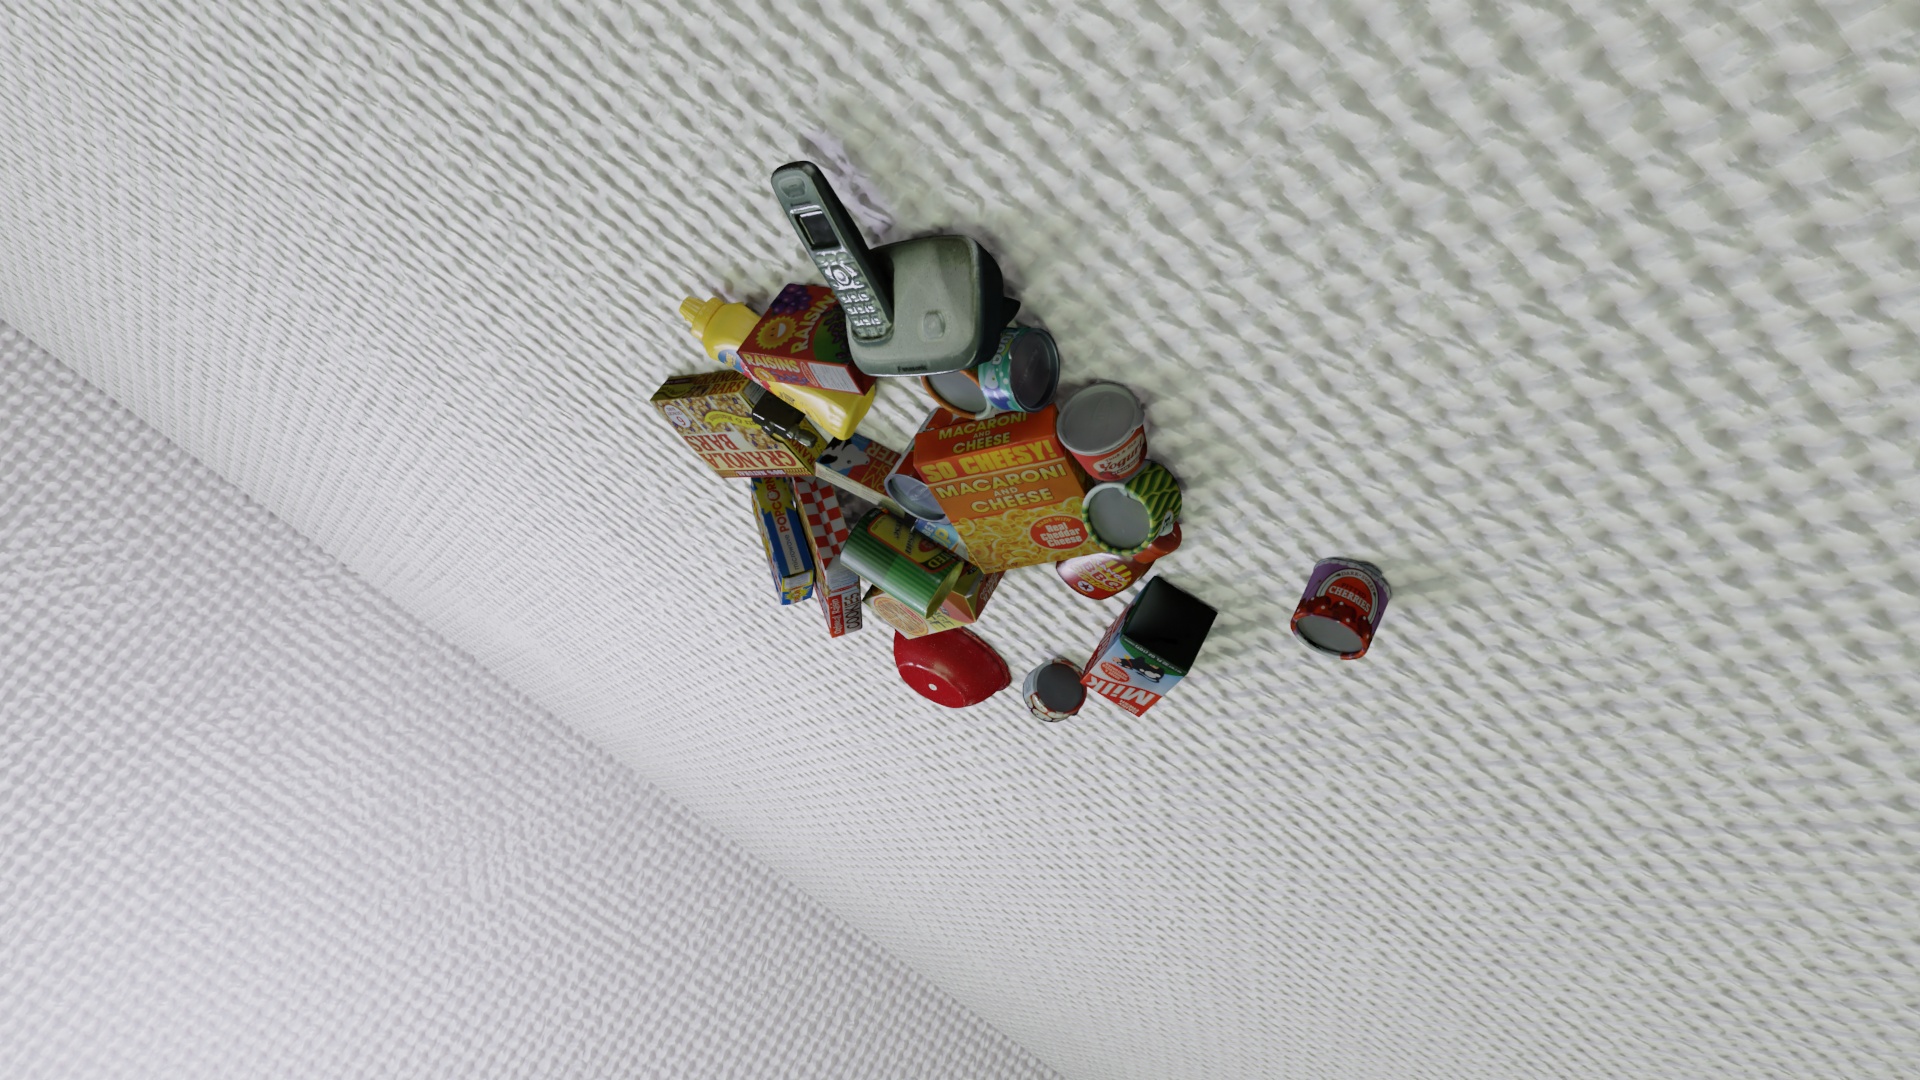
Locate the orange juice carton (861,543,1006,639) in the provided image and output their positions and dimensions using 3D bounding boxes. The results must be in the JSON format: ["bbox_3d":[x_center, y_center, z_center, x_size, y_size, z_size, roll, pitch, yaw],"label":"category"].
[{"bbox_3d":[-0.020,0.044,1.456,0.073,0.072,0.192,40,153,-17],"label":"orange juice carton"}]

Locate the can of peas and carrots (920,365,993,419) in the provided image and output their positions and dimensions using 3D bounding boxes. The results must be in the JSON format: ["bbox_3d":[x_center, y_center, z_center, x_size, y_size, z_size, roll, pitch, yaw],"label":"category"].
[{"bbox_3d":[0.007,-0.142,1.122,0.071,0.059,0.070,24,152,14],"label":"can of peas and carrots"}]

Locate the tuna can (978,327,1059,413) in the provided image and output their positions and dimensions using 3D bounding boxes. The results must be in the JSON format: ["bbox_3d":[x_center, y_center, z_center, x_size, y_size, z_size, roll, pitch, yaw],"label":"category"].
[{"bbox_3d":[0.045,-0.135,1.084,0.033,0.071,0.071,9,146,38],"label":"tuna can"}]

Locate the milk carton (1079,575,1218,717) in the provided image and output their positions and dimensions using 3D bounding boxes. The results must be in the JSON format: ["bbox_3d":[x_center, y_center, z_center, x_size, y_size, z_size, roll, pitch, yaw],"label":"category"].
[{"bbox_3d":[0.176,0.113,1.365,0.072,0.074,0.189,30,154,3],"label":"milk carton"}]

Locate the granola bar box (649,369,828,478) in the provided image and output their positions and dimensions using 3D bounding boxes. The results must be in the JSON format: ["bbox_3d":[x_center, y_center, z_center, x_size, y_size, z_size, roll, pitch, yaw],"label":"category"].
[{"bbox_3d":[-0.229,-0.118,1.436,0.165,0.039,0.124,1,141,46],"label":"granola bar box"}]

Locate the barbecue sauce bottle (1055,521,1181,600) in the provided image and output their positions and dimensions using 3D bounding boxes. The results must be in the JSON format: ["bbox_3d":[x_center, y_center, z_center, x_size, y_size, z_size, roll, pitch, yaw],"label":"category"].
[{"bbox_3d":[0.146,0.012,1.256,0.065,0.044,0.148,34,153,-12],"label":"barbecue sauce bottle"}]

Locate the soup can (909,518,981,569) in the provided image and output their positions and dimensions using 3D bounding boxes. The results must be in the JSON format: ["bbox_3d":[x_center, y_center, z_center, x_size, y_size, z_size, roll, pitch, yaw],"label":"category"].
[{"bbox_3d":[0.005,-0.017,1.326,0.084,0.071,0.071,32,154,-2],"label":"soup can"}]

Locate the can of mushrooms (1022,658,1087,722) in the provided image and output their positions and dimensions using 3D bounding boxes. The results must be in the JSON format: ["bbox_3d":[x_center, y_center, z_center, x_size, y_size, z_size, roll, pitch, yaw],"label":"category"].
[{"bbox_3d":[0.107,0.167,1.540,0.071,0.071,0.033,33,152,-3],"label":"can of mushrooms"}]

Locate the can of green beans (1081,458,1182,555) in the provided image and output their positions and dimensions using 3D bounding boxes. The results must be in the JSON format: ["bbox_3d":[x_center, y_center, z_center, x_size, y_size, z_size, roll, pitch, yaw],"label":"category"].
[{"bbox_3d":[0.142,-0.027,1.148,0.071,0.058,0.071,14,119,27],"label":"can of green beans"}]

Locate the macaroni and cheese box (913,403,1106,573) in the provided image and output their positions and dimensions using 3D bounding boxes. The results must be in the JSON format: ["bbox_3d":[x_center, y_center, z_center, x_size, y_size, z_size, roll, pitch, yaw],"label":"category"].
[{"bbox_3d":[0.048,-0.041,1.181,0.123,0.040,0.166,-11,142,19],"label":"macaroni and cheese box"}]

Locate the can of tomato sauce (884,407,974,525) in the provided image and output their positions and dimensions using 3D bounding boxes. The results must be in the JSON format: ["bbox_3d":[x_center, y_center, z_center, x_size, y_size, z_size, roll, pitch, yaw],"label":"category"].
[{"bbox_3d":[-0.018,-0.067,1.249,0.071,0.083,0.071,25,153,14],"label":"can of tomato sauce"}]

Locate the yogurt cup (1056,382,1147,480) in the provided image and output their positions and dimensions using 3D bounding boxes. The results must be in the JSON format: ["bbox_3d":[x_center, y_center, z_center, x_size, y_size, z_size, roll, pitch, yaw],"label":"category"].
[{"bbox_3d":[0.116,-0.084,1.103,0.072,0.072,0.053,15,157,30],"label":"yogurt cup"}]

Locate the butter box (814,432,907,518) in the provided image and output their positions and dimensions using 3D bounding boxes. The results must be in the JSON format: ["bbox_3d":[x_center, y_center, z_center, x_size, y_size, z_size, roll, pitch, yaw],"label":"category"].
[{"bbox_3d":[-0.085,-0.067,1.357,0.103,0.053,0.024,26,150,10],"label":"butter box"}]

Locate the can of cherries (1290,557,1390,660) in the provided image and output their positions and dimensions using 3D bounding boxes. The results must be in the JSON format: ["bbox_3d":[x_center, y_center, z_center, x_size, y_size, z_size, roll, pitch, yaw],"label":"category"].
[{"bbox_3d":[0.312,0.056,1.138,0.071,0.058,0.071,25,153,14],"label":"can of cherries"}]

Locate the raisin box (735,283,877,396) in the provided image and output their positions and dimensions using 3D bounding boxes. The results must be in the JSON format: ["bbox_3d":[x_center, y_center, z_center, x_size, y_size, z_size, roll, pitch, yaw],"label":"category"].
[{"bbox_3d":[-0.115,-0.171,1.171,0.123,0.086,0.040,12,149,34],"label":"raisin box"}]

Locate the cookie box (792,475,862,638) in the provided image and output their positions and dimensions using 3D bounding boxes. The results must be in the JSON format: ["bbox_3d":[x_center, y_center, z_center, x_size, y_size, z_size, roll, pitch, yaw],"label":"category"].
[{"bbox_3d":[-0.142,0.014,1.494,0.166,0.040,0.123,95,156,-61],"label":"cookie box"}]

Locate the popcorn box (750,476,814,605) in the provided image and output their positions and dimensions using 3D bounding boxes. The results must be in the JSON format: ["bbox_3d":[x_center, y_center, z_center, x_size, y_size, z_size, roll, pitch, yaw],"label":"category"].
[{"bbox_3d":[-0.194,-0.003,1.511,0.085,0.038,0.127,106,147,-66],"label":"popcorn box"}]

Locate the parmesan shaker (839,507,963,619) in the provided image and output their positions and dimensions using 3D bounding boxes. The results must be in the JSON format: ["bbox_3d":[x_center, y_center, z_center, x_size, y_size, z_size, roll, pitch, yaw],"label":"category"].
[{"bbox_3d":[-0.058,0.022,1.343,0.103,0.071,0.071,32,154,9],"label":"parmesan shaker"}]

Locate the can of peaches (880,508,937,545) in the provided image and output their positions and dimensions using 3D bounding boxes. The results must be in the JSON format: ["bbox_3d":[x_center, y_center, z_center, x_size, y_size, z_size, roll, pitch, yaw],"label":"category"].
[{"bbox_3d":[-0.065,-0.004,1.423,0.071,0.071,0.058,41,151,-17],"label":"can of peaches"}]
